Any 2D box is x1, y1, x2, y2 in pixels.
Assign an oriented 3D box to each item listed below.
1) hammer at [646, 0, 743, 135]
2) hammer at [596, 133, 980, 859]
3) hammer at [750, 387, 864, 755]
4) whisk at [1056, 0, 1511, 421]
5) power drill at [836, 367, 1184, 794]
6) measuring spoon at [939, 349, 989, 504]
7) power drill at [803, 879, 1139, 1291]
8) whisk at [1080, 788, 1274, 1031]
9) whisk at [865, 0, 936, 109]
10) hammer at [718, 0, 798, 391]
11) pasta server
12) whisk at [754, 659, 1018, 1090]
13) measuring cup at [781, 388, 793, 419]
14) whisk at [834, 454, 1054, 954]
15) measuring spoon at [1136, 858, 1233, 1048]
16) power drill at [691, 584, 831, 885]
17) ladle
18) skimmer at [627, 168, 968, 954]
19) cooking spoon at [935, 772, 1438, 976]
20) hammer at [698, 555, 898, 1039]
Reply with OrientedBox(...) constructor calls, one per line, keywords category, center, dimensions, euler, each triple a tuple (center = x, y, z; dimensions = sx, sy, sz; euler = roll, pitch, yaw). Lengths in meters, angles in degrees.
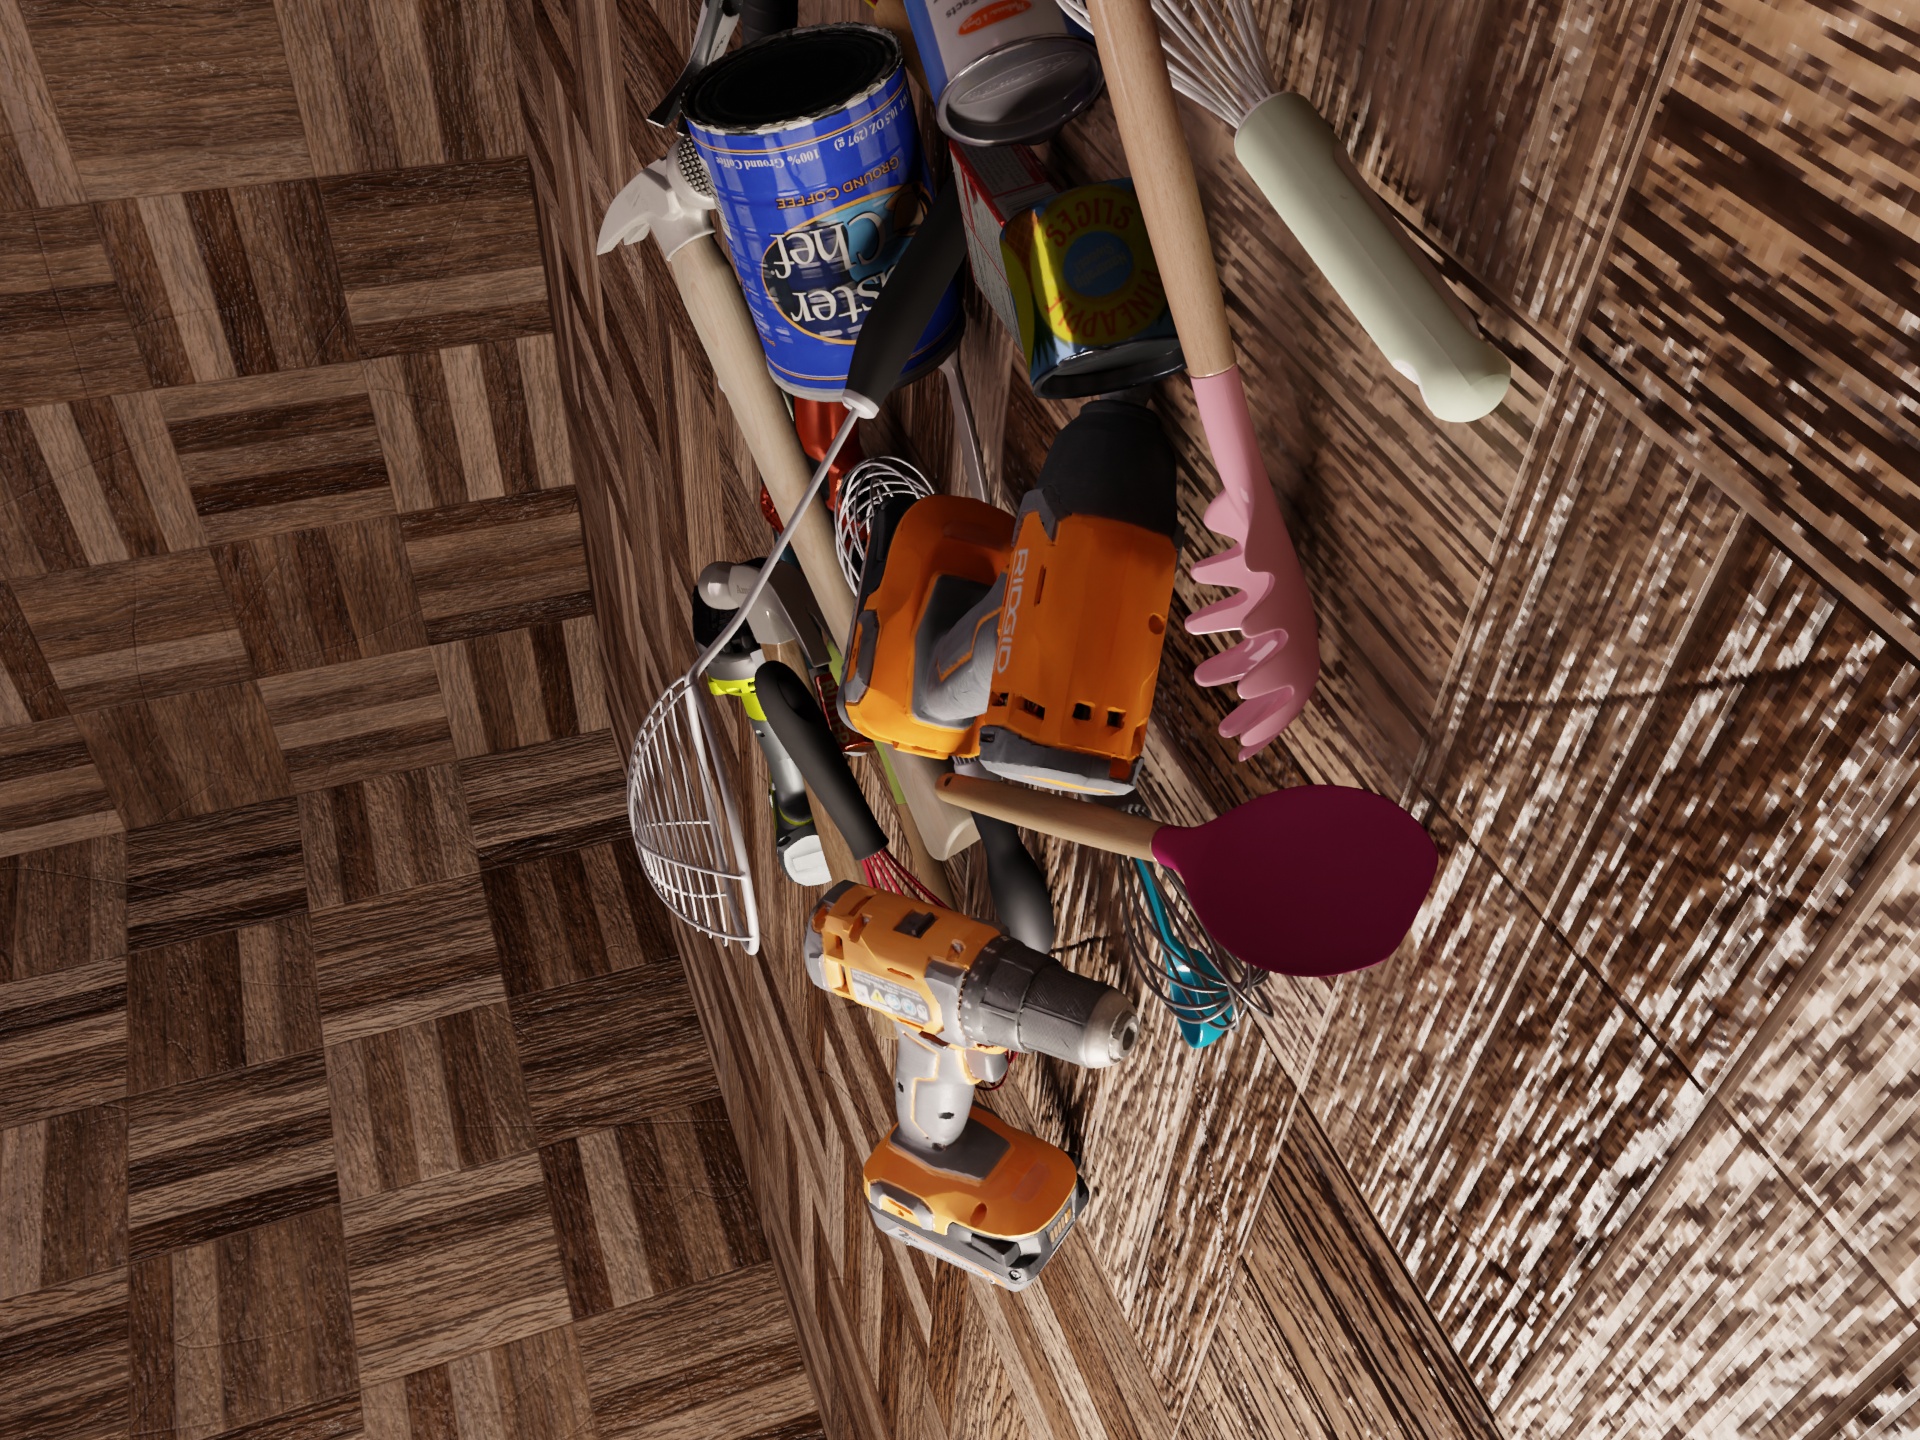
OrientedBox(category="hammer", center=(-0.107, -0.472, 0.832), dimensions=(0.409, 0.036, 0.149), euler=(136, 151, -66))
OrientedBox(category="hammer", center=(-0.089, -0.110, 0.898), dimensions=(0.146, 0.038, 0.410), euler=(-5, 111, 60))
OrientedBox(category="hammer", center=(-0.125, -0.141, 1.148), dimensions=(0.128, 0.033, 0.331), euler=(24, -128, -67))
OrientedBox(category="whisk", center=(0.088, -0.179, 0.466), dimensions=(0.057, 0.059, 0.247), euler=(21, -143, -55))
OrientedBox(category="power drill", center=(0.022, -0.057, 0.682), dimensions=(0.226, 0.084, 0.164), euler=(-176, 97, -70))
OrientedBox(category="measuring spoon", center=(-0.005, -0.156, 0.827), dimensions=(0.034, 0.018, 0.124), euler=(168, 89, -73))
OrientedBox(category="power drill", center=(0.016, 0.201, 0.856), dimensions=(0.185, 0.084, 0.226), euler=(13, 127, 32))
OrientedBox(category="whisk", center=(0.074, 0.044, 0.680), dimensions=(0.239, 0.055, 0.055), euler=(-116, 21, -52))
OrientedBox(category="whisk", center=(-0.038, -0.354, 0.757), dimensions=(0.051, 0.047, 0.245), euler=(81, 164, -59))
OrientedBox(category="hammer", center=(-0.105, -0.323, 0.869), dimensions=(0.334, 0.035, 0.146), euler=(111, 168, -69))
OrientedBox(category="pasta server", center=(0.063, -0.130, 0.483), dimensions=(0.060, 0.040, 0.316), euler=(-111, 0, -64))
OrientedBox(category="whisk", center=(-0.043, 0.094, 0.947), dimensions=(0.295, 0.073, 0.073), euler=(61, 166, -9))
OrientedBox(category="measuring cup", center=(-0.092, -0.146, 1.092), dimensions=(0.083, 0.038, 0.167), euler=(-158, 55, -70))
OrientedBox(category="whisk", center=(0.000, -0.003, 0.841), dimensions=(0.284, 0.070, 0.070), euler=(70, 165, -13))
OrientedBox(category="measuring spoon", center=(0.095, 0.081, 0.691), dimensions=(0.042, 0.021, 0.129), euler=(92, 167, -51))
OrientedBox(category="power drill", center=(-0.144, -0.002, 1.260), dimensions=(0.171, 0.080, 0.223), euler=(-108, 4, -59))
OrientedBox(category="ladle", center=(-0.015, 0.071, 1.011), dimensions=(0.078, 0.062, 0.320), euler=(-4, 105, 63))
OrientedBox(category="skimmer", center=(-0.049, -0.074, 0.716), dimensions=(0.363, 0.090, 0.127), euler=(-62, 16, -1))
OrientedBox(category="cooking spoon", center=(0.067, 0.044, 0.622), dimensions=(0.069, 0.017, 0.319), euler=(-60, 26, -10))
OrientedBox(category="hammer", center=(-0.082, 0.055, 1.019), dimensions=(0.130, 0.031, 0.331), euler=(8, 119, 55))
